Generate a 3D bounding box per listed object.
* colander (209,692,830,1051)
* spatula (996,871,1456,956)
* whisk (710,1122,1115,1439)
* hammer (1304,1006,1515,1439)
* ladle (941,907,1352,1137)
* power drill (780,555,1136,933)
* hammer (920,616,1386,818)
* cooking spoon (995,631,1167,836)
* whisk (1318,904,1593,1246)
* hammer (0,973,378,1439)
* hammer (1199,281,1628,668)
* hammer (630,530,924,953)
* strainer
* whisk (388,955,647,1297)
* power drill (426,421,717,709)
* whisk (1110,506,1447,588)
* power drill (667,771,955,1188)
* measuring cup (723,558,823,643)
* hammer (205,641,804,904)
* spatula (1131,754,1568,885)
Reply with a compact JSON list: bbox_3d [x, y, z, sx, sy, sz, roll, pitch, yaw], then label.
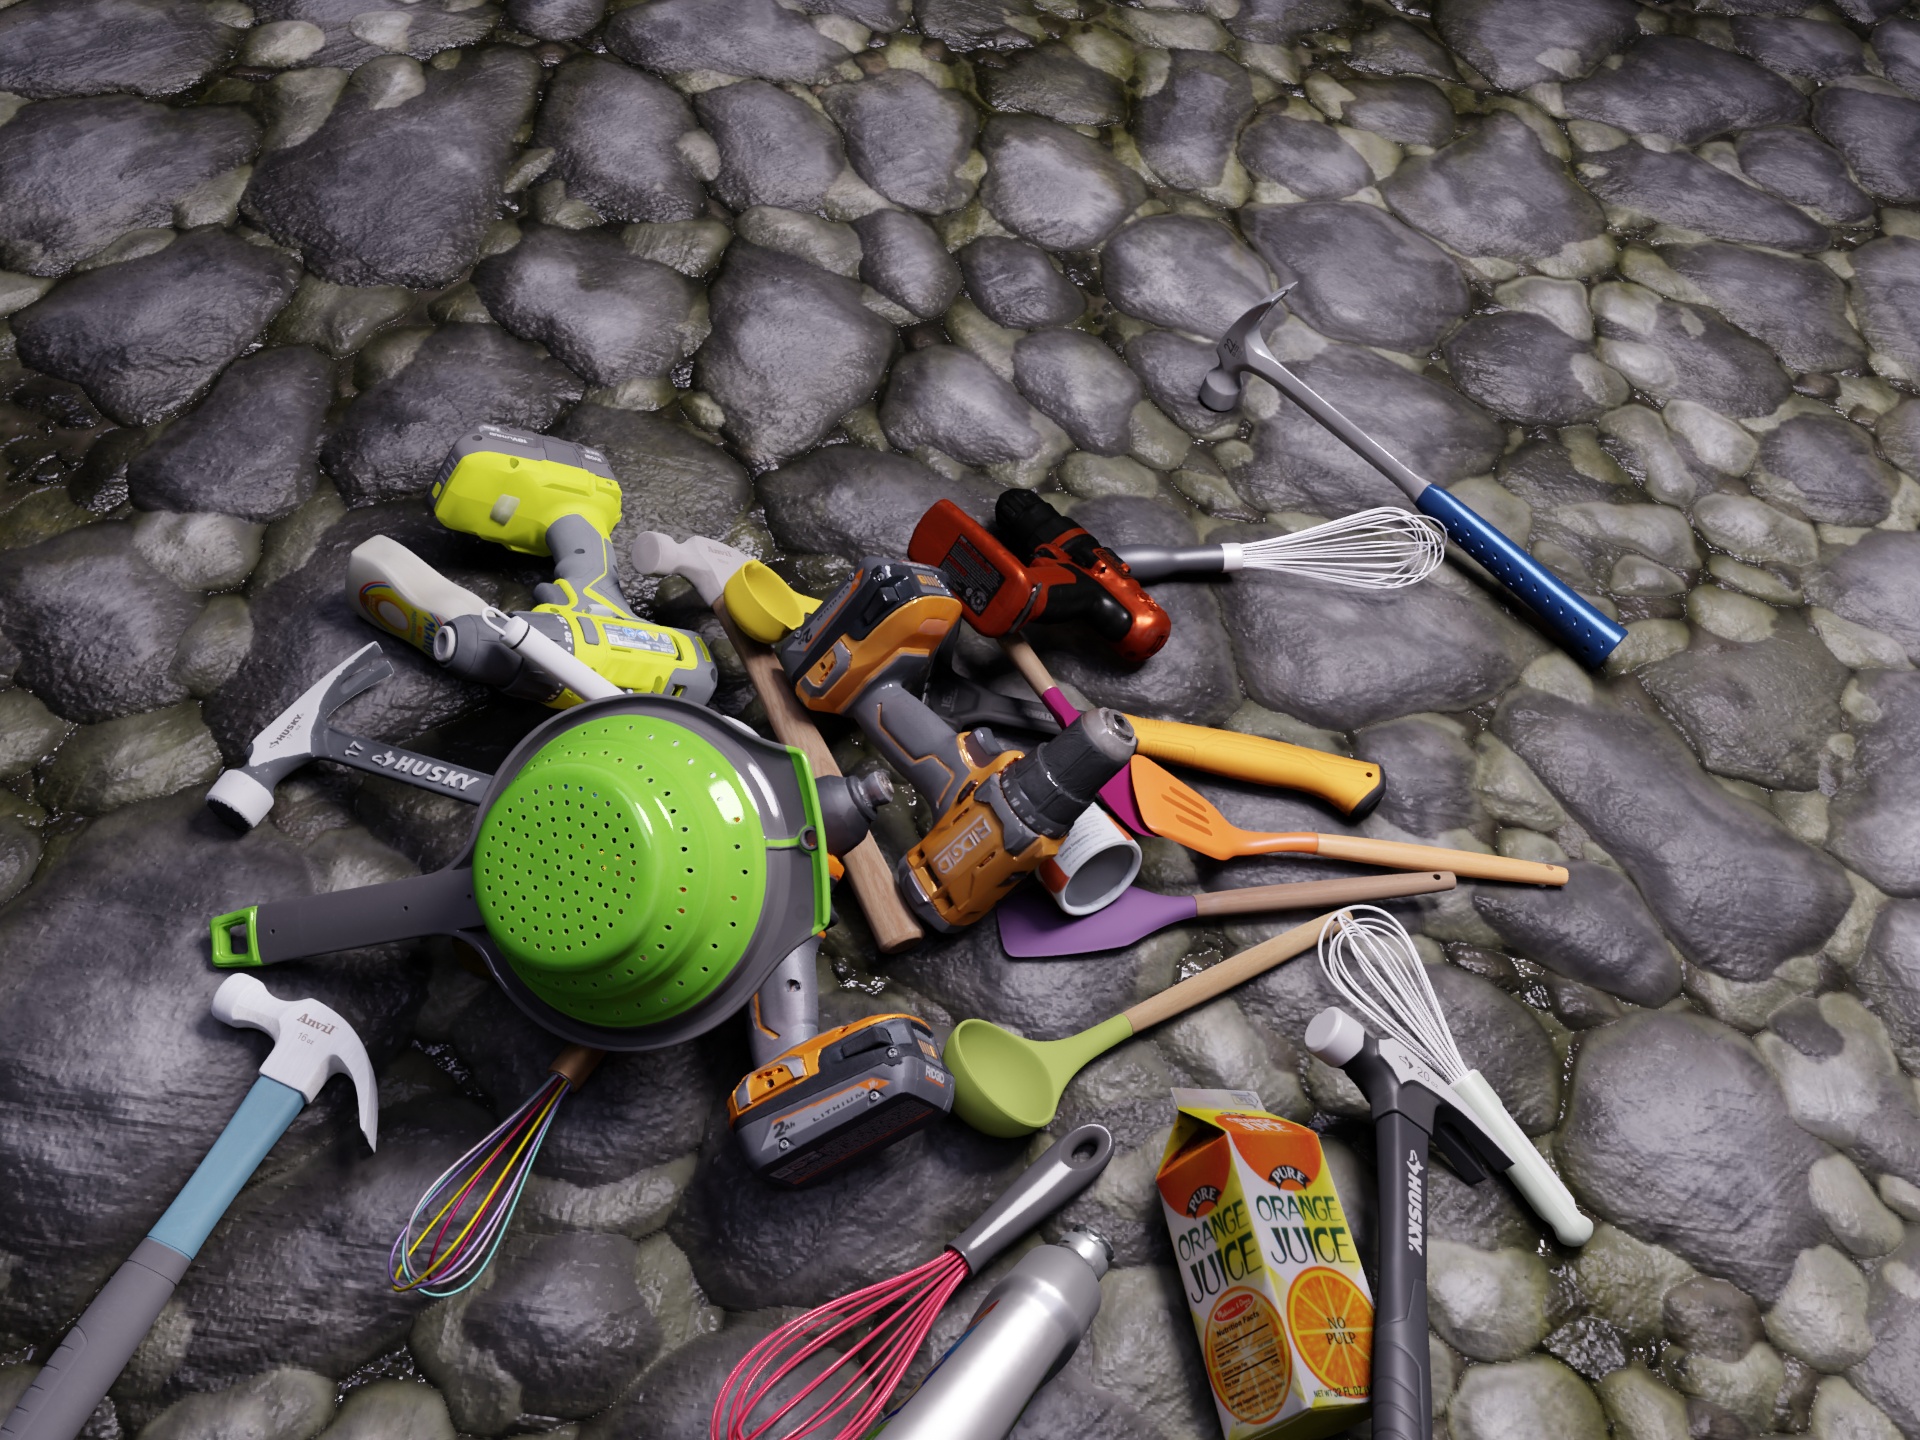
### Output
[{"bbox_3d":[-0.275,0.096,0.891,0.397,0.094,0.204,-11,81,14],"label":"colander"},{"bbox_3d":[0.181,0.121,1.070,0.316,0.018,0.060,-4,49,-7],"label":"spatula"},{"bbox_3d":[-0.015,0.312,0.883,0.296,0.073,0.073,-31,63,-34],"label":"whisk"},{"bbox_3d":[0.241,0.315,0.852,0.146,0.035,0.335,36,37,-13],"label":"hammer"},{"bbox_3d":[0.129,0.176,1.005,0.320,0.062,0.078,-20,57,-25],"label":"ladle"},{"bbox_3d":[-0.002,-0.003,1.025,0.084,0.185,0.226,2,50,-54],"label":"power drill"},{"bbox_3d":[0.139,0.008,1.144,0.337,0.034,0.127,12,54,1],"label":"hammer"},{"bbox_3d":[0.050,-0.036,1.122,0.068,0.017,0.319,10,38,-49],"label":"cooking spoon"},{"bbox_3d":[0.312,0.221,1.006,0.059,0.057,0.246,-37,67,5],"label":"whisk"},{"bbox_3d":[-0.432,0.294,0.846,0.128,0.033,0.331,21,54,8],"label":"hammer"},{"bbox_3d":[0.367,-0.193,1.284,0.406,0.144,0.035,44,62,14],"label":"hammer"},{"bbox_3d":[-0.109,0.010,1.080,0.130,0.031,0.332,4,51,-55],"label":"hammer"},{"bbox_3d":[-0.205,0.003,1.030,0.258,0.050,0.087,40,44,-31],"label":"strainer"},{"bbox_3d":[-0.241,0.226,0.920,0.051,0.047,0.245,32,51,4],"label":"whisk"},{"bbox_3d":[-0.286,-0.098,1.093,0.190,0.080,0.229,8,43,-43],"label":"power drill"},{"bbox_3d":[0.244,-0.129,1.252,0.284,0.070,0.070,-4,54,-5],"label":"whisk"},{"bbox_3d":[-0.086,0.141,0.949,0.164,0.084,0.227,-30,58,9],"label":"power drill"},{"bbox_3d":[-0.113,-0.071,1.124,0.029,0.156,0.062,-38,66,18],"label":"measuring cup"},{"bbox_3d":[-0.268,0.048,0.986,0.409,0.036,0.149,14,53,21],"label":"hammer"},{"bbox_3d":[0.270,0.082,1.097,0.322,0.041,0.081,8,35,-8],"label":"spatula"}]
